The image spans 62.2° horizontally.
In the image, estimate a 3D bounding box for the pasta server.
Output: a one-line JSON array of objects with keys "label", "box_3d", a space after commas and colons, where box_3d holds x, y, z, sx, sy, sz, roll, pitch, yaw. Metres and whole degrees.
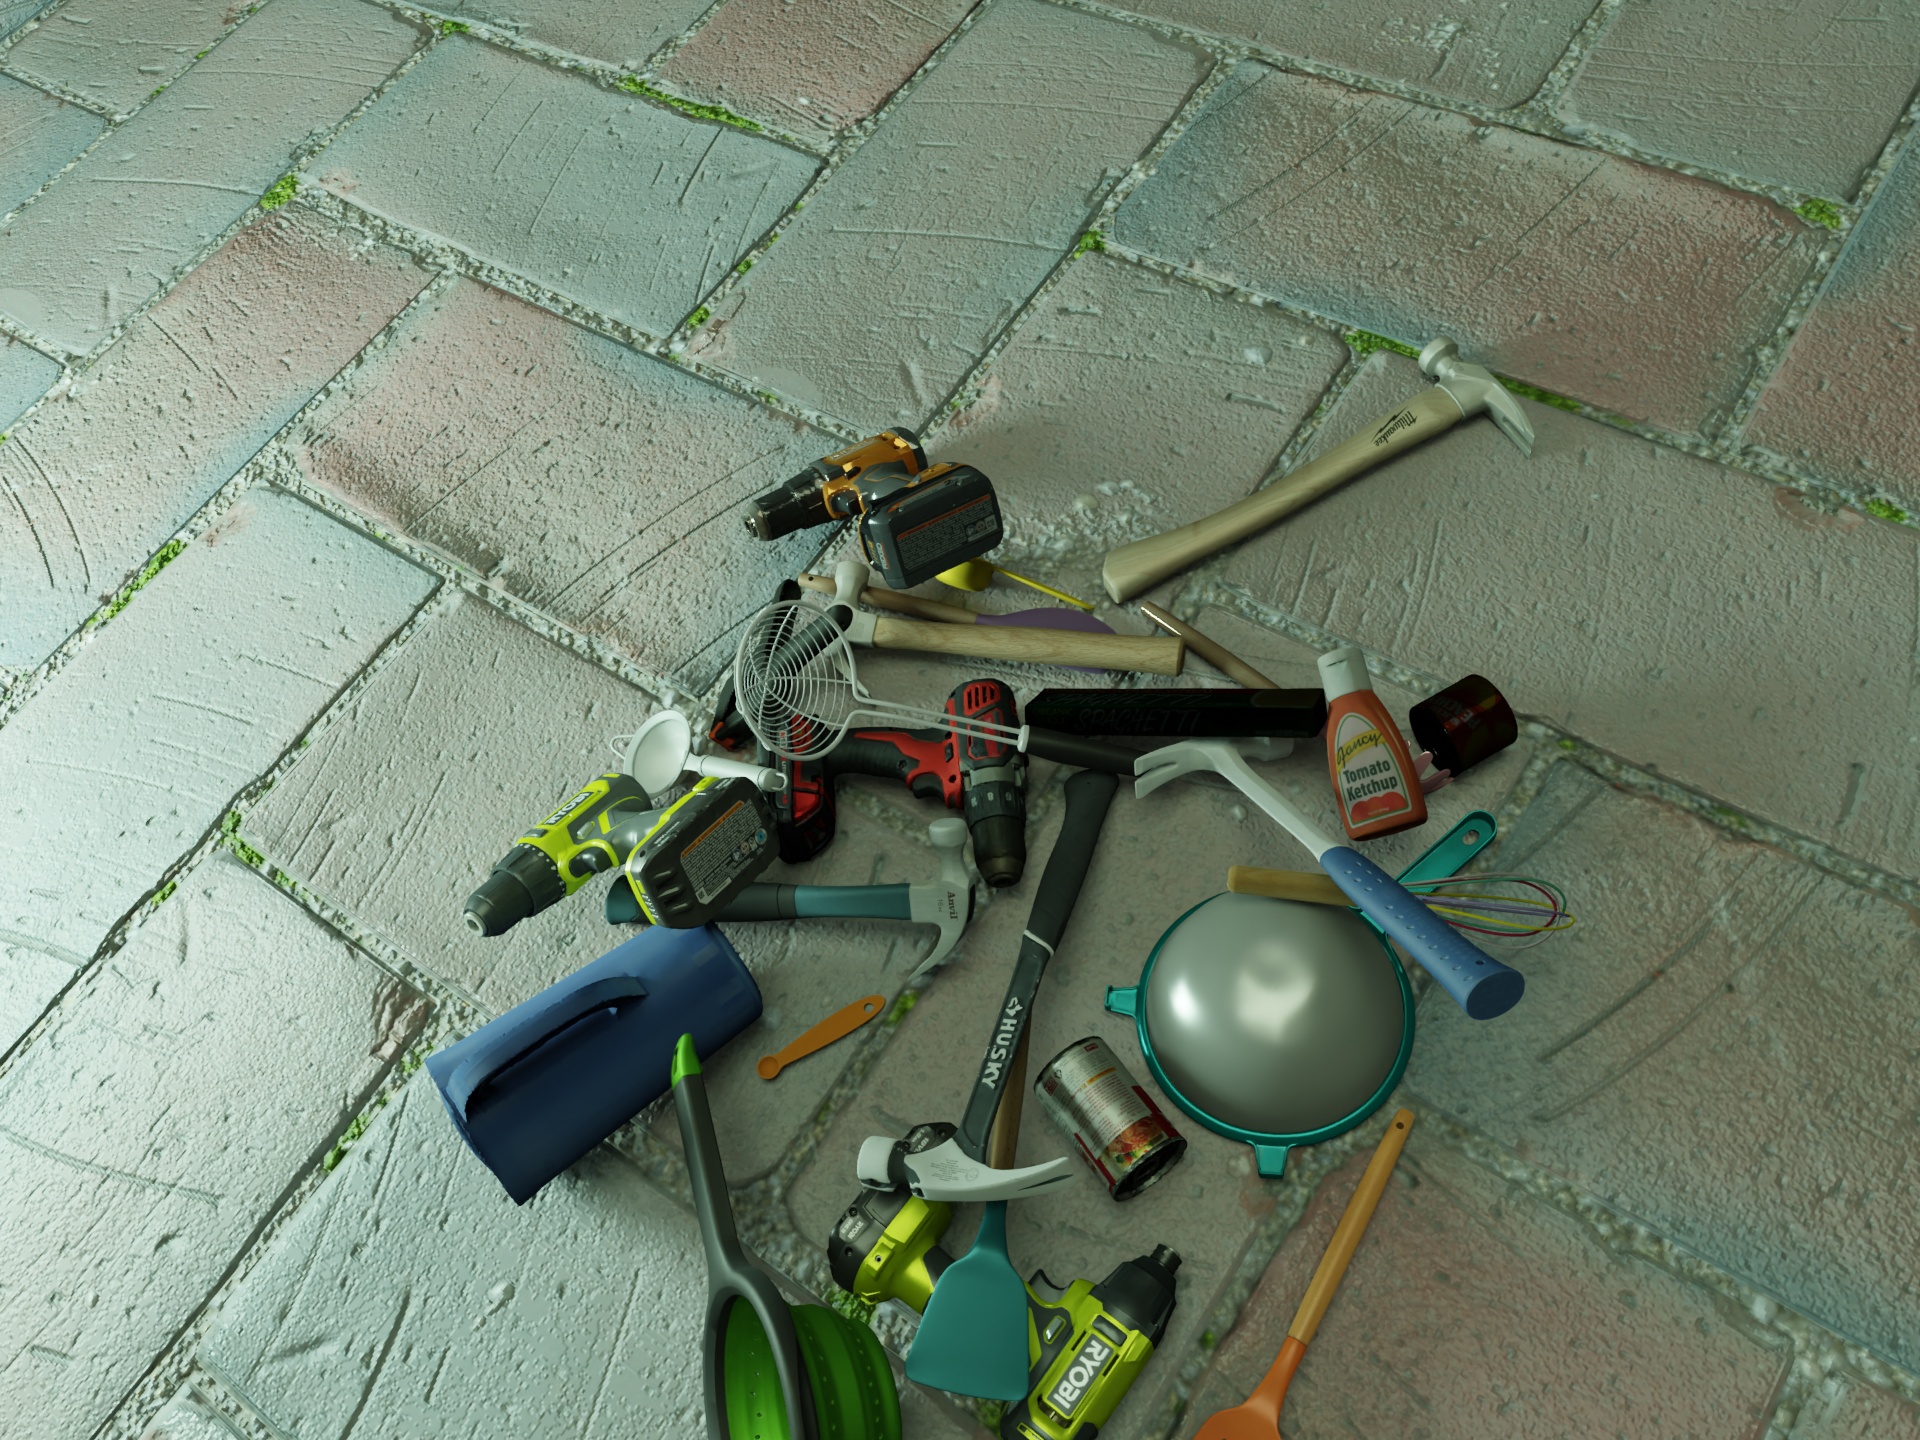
[{"label": "pasta server", "box_3d": [0.275, -0.025, 1.349, 0.316, 0.060, 0.040, 39, 90, 32]}]

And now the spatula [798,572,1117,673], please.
[{"label": "spatula", "box_3d": [-0.007, -0.099, 1.466, 0.316, 0.018, 0.060, 14, 68, 18]}]

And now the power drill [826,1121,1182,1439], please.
[{"label": "power drill", "box_3d": [0.033, 0.395, 1.127, 0.223, 0.080, 0.171, 32, 65, 23]}]

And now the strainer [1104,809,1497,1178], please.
[{"label": "strainer", "box_3d": [0.282, 0.164, 1.199, 0.340, 0.095, 0.211, -38, 59, -10]}]

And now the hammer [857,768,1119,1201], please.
[{"label": "hammer", "box_3d": [0.059, 0.184, 1.206, 0.149, 0.036, 0.409, 2, 43, 22]}]

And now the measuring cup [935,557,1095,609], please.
[{"label": "measuring cup", "box_3d": [0.047, -0.120, 1.459, 0.156, 0.062, 0.029, 22, 103, 9]}]

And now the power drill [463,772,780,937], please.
[{"label": "power drill", "box_3d": [-0.279, 0.113, 1.291, 0.228, 0.080, 0.190, -3, 29, 39]}]

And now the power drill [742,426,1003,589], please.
[{"label": "power drill", "box_3d": [-0.085, -0.193, 1.459, 0.185, 0.084, 0.226, -27, 33, -17]}]

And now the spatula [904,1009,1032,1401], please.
[{"label": "spatula", "box_3d": [0.027, 0.313, 1.130, 0.082, 0.044, 0.318, 10, 45, 2]}]

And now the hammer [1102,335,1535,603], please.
[{"label": "hammer", "box_3d": [0.319, -0.209, 1.453, 0.410, 0.038, 0.146, -29, 59, -5]}]

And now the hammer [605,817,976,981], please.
[{"label": "hammer", "box_3d": [-0.145, 0.148, 1.309, 0.331, 0.033, 0.128, -3, 102, 20]}]

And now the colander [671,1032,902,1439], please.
[{"label": "colander", "box_3d": [-0.124, 0.402, 1.113, 0.094, 0.204, 0.398, -2, 56, -26]}]

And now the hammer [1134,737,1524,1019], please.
[{"label": "hammer", "box_3d": [0.260, 0.096, 1.149, 0.144, 0.035, 0.406, -12, 25, -14]}]

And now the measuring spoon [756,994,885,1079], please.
[{"label": "measuring spoon", "box_3d": [-0.111, 0.255, 1.281, 0.117, 0.011, 0.021, -30, 58, -11]}]

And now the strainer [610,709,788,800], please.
[{"label": "strainer", "box_3d": [-0.221, 0.040, 1.370, 0.258, 0.050, 0.087, 8, 75, 50]}]

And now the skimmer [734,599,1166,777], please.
[{"label": "skimmer", "box_3d": [-0.002, -0.004, 1.276, 0.363, 0.090, 0.127, 12, 74, -7]}]

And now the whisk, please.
[{"label": "whisk", "box_3d": [0.318, 0.128, 1.155, 0.245, 0.051, 0.047, 5, 45, 12]}]

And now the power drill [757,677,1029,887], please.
[{"label": "power drill", "box_3d": [-0.052, 0.064, 1.346, 0.226, 0.080, 0.188, -8, 58, 4]}]

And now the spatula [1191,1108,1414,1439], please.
[{"label": "spatula", "box_3d": [0.243, 0.411, 1.103, 0.081, 0.041, 0.323, 24, 63, 24]}]

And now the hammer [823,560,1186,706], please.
[{"label": "hammer", "box_3d": [0.033, -0.067, 1.417, 0.331, 0.031, 0.130, 6, 71, 15]}]
